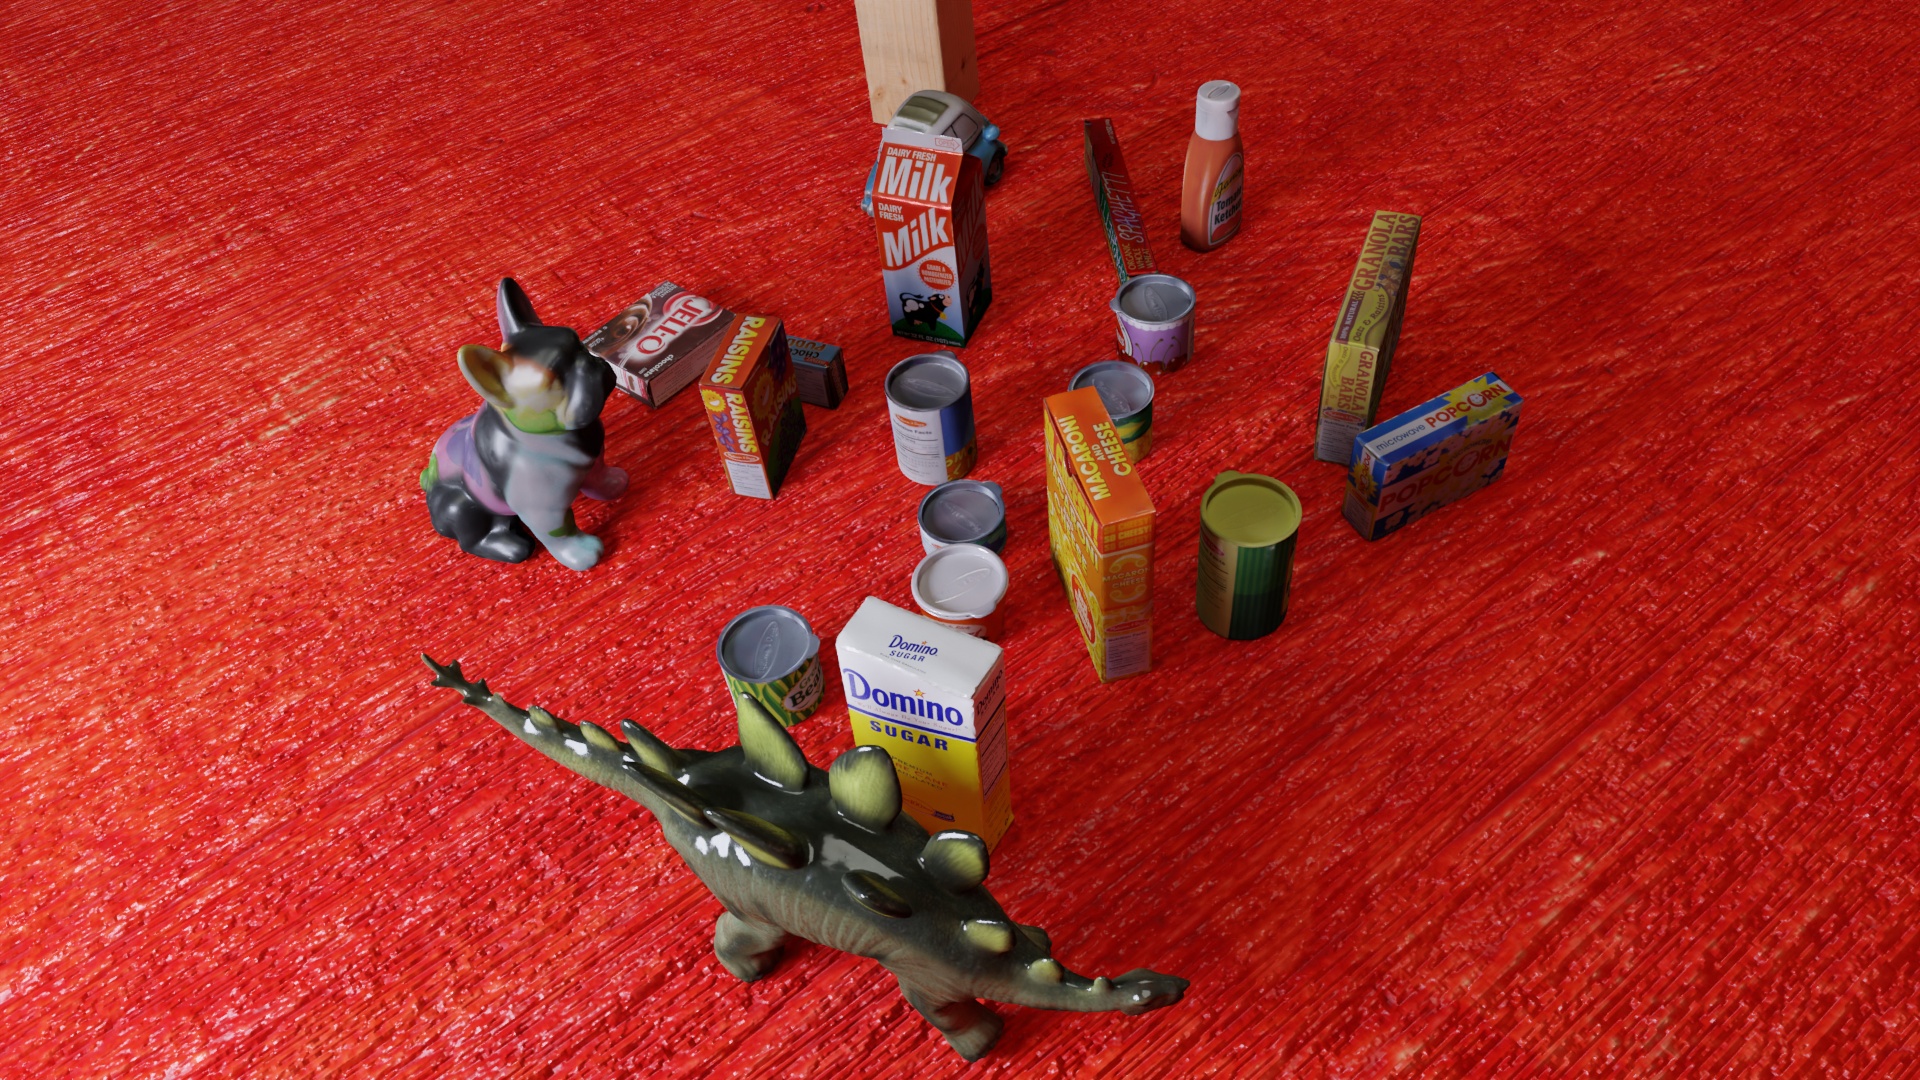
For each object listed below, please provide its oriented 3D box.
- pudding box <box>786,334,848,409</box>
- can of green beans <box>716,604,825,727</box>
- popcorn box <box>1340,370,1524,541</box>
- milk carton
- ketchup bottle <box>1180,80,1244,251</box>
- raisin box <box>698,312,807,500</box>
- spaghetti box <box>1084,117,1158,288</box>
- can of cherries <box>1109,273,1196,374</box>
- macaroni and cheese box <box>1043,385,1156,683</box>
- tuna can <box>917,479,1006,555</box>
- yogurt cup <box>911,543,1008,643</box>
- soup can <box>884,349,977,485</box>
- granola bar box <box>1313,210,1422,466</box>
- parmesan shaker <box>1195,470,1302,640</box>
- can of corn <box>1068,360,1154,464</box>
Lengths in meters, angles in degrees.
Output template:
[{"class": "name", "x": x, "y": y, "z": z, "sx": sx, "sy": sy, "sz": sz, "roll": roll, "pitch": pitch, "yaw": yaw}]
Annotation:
[{"class": "pudding box", "x": -0.140, "y": -0.145, "z": 1.173, "sx": 0.084, "sy": 0.049, "sz": 0.030, "roll": 14, "pitch": 52, "yaw": 19}, {"class": "can of green beans", "x": -0.130, "y": 0.088, "z": 0.959, "sx": 0.071, "sy": 0.057, "sz": 0.071, "roll": -3, "pitch": 48, "yaw": 4}, {"class": "popcorn box", "x": 0.344, "y": -0.061, "z": 1.018, "sx": 0.127, "sy": 0.084, "sz": 0.038, "roll": -25, "pitch": 50, "yaw": -15}, {"class": "milk carton", "x": -0.023, "y": -0.260, "z": 1.167, "sx": 0.072, "sy": 0.189, "sz": 0.074, "roll": 13, "pitch": 51, "yaw": 17}, {"class": "ketchup bottle", "x": 0.225, "y": -0.332, "z": 1.230, "sx": 0.043, "sy": 0.148, "sz": 0.065, "roll": 34, "pitch": 60, "yaw": 31}, {"class": "raisin box", "x": -0.160, "y": -0.104, "z": 1.089, "sx": 0.040, "sy": 0.122, "sz": 0.086, "roll": 9, "pitch": 50, "yaw": 14}, {"class": "spaghetti box", "x": 0.146, "y": -0.301, "z": 1.277, "sx": 0.029, "sy": 0.050, "sz": 0.251, "roll": -7, "pitch": 48, "yaw": 0}, {"class": "can of cherries", "x": 0.161, "y": -0.181, "z": 1.163, "sx": 0.071, "sy": 0.058, "sz": 0.072, "roll": -3, "pitch": 48, "yaw": 4}, {"class": "macaroni and cheese box", "x": 0.093, "y": -0.002, "z": 0.940, "sx": 0.040, "sy": 0.165, "sz": 0.124, "roll": -14, "pitch": 49, "yaw": -6}, {"class": "tuna can", "x": 0.004, "y": -0.013, "z": 1.050, "sx": 0.071, "sy": 0.032, "sz": 0.071, "roll": -3, "pitch": 48, "yaw": 4}, {"class": "yogurt cup", "x": 0.002, "y": 0.044, "z": 0.986, "sx": 0.072, "sy": 0.053, "sz": 0.073, "roll": -3, "pitch": 48, "yaw": 4}, {"class": "soup can", "x": -0.020, "y": -0.096, "z": 1.093, "sx": 0.071, "sy": 0.083, "sz": 0.072, "roll": -3, "pitch": 48, "yaw": 4}, {"class": "granola bar box", "x": 0.316, "y": -0.157, "z": 1.081, "sx": 0.039, "sy": 0.123, "sz": 0.166, "roll": 14, "pitch": 52, "yaw": 18}, {"class": "parmesan shaker", "x": 0.196, "y": 0.011, "z": 0.959, "sx": 0.071, "sy": 0.102, "sz": 0.072, "roll": -3, "pitch": 48, "yaw": 4}, {"class": "can of corn", "x": 0.117, "y": -0.097, "z": 1.095, "sx": 0.071, "sy": 0.058, "sz": 0.071, "roll": -3, "pitch": 48, "yaw": 4}]
